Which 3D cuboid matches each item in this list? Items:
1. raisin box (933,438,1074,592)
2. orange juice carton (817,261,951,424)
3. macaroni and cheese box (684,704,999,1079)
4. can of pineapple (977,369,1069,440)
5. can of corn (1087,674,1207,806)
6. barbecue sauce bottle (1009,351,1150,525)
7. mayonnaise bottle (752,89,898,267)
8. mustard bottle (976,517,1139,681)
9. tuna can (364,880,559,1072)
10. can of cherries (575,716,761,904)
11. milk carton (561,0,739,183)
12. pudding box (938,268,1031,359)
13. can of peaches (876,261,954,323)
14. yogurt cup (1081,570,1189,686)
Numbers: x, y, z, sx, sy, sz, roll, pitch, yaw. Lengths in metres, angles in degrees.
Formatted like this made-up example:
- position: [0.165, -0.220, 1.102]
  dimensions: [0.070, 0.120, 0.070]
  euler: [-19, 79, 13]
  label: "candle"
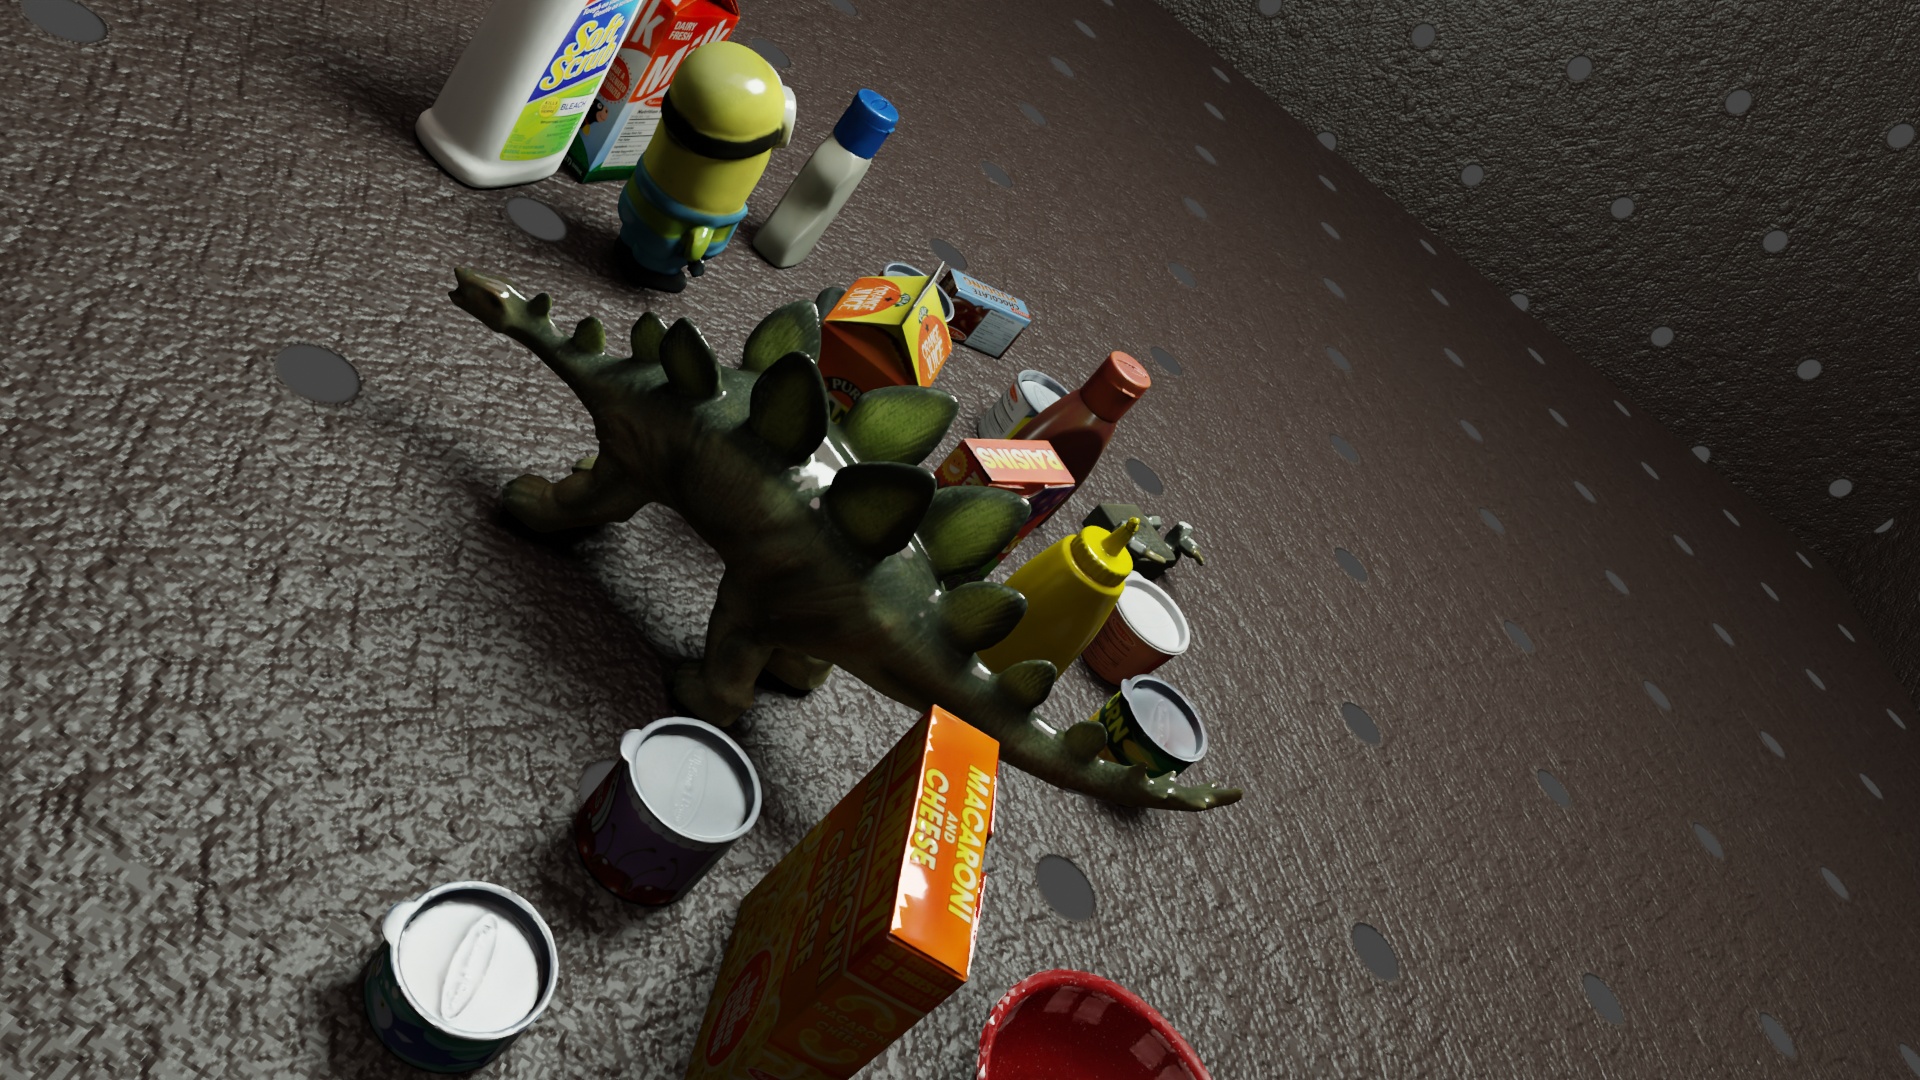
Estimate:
- position: [0.003, -0.011, 0.887]
  dimensions: [0.086, 0.123, 0.040]
  euler: [-2, 52, -48]
  label: "raisin box"
- position: [-0.072, -0.085, 0.829]
  dimensions: [0.073, 0.191, 0.072]
  euler: [38, 32, -8]
  label: "orange juice carton"
- position: [-0.050, 0.164, 0.581]
  dimensions: [0.040, 0.165, 0.124]
  euler: [33, 33, -15]
  label: "macaroni and cheese box"
- position: [0.057, -0.091, 1.103]
  dimensions: [0.071, 0.057, 0.071]
  euler: [28, 34, -21]
  label: "can of pineapple"
- position: [0.114, 0.129, 0.901]
  dimensions: [0.071, 0.058, 0.071]
  euler: [28, 34, -21]
  label: "can of corn"
- position: [0.079, -0.075, 1.022]
  dimensions: [0.065, 0.148, 0.044]
  euler: [24, 36, -27]
  label: "barbecue sauce bottle"
- position: [-0.102, -0.278, 1.069]
  dimensions: [0.041, 0.147, 0.065]
  euler: [40, 32, -3]
  label: "mayonnaise bottle"
- position: [0.062, 0.037, 0.859]
  dimensions: [0.065, 0.159, 0.049]
  euler: [31, 33, -18]
  label: "mustard bottle"
- position: [-0.197, 0.169, 0.542]
  dimensions: [0.071, 0.032, 0.071]
  euler: [28, 34, -21]
  label: "tuna can"
- position: [-0.136, 0.123, 0.638]
  dimensions: [0.071, 0.058, 0.072]
  euler: [28, 34, -21]
  label: "can of cherries"
- position: [-0.225, -0.350, 0.983]
  dimensions: [0.072, 0.189, 0.074]
  euler: [48, 32, 8]
  label: "milk carton"
- position: [0.013, -0.192, 1.184]
  dimensions: [0.084, 0.049, 0.030]
  euler: [17, 40, -35]
  label: "pudding box"
- position: [-0.047, -0.173, 1.088]
  dimensions: [0.071, 0.057, 0.071]
  euler: [28, 34, -21]
  label: "can of peaches"
- position: [0.120, 0.067, 0.986]
  dimensions: [0.072, 0.053, 0.073]
  euler: [28, 34, -21]
  label: "yogurt cup"
